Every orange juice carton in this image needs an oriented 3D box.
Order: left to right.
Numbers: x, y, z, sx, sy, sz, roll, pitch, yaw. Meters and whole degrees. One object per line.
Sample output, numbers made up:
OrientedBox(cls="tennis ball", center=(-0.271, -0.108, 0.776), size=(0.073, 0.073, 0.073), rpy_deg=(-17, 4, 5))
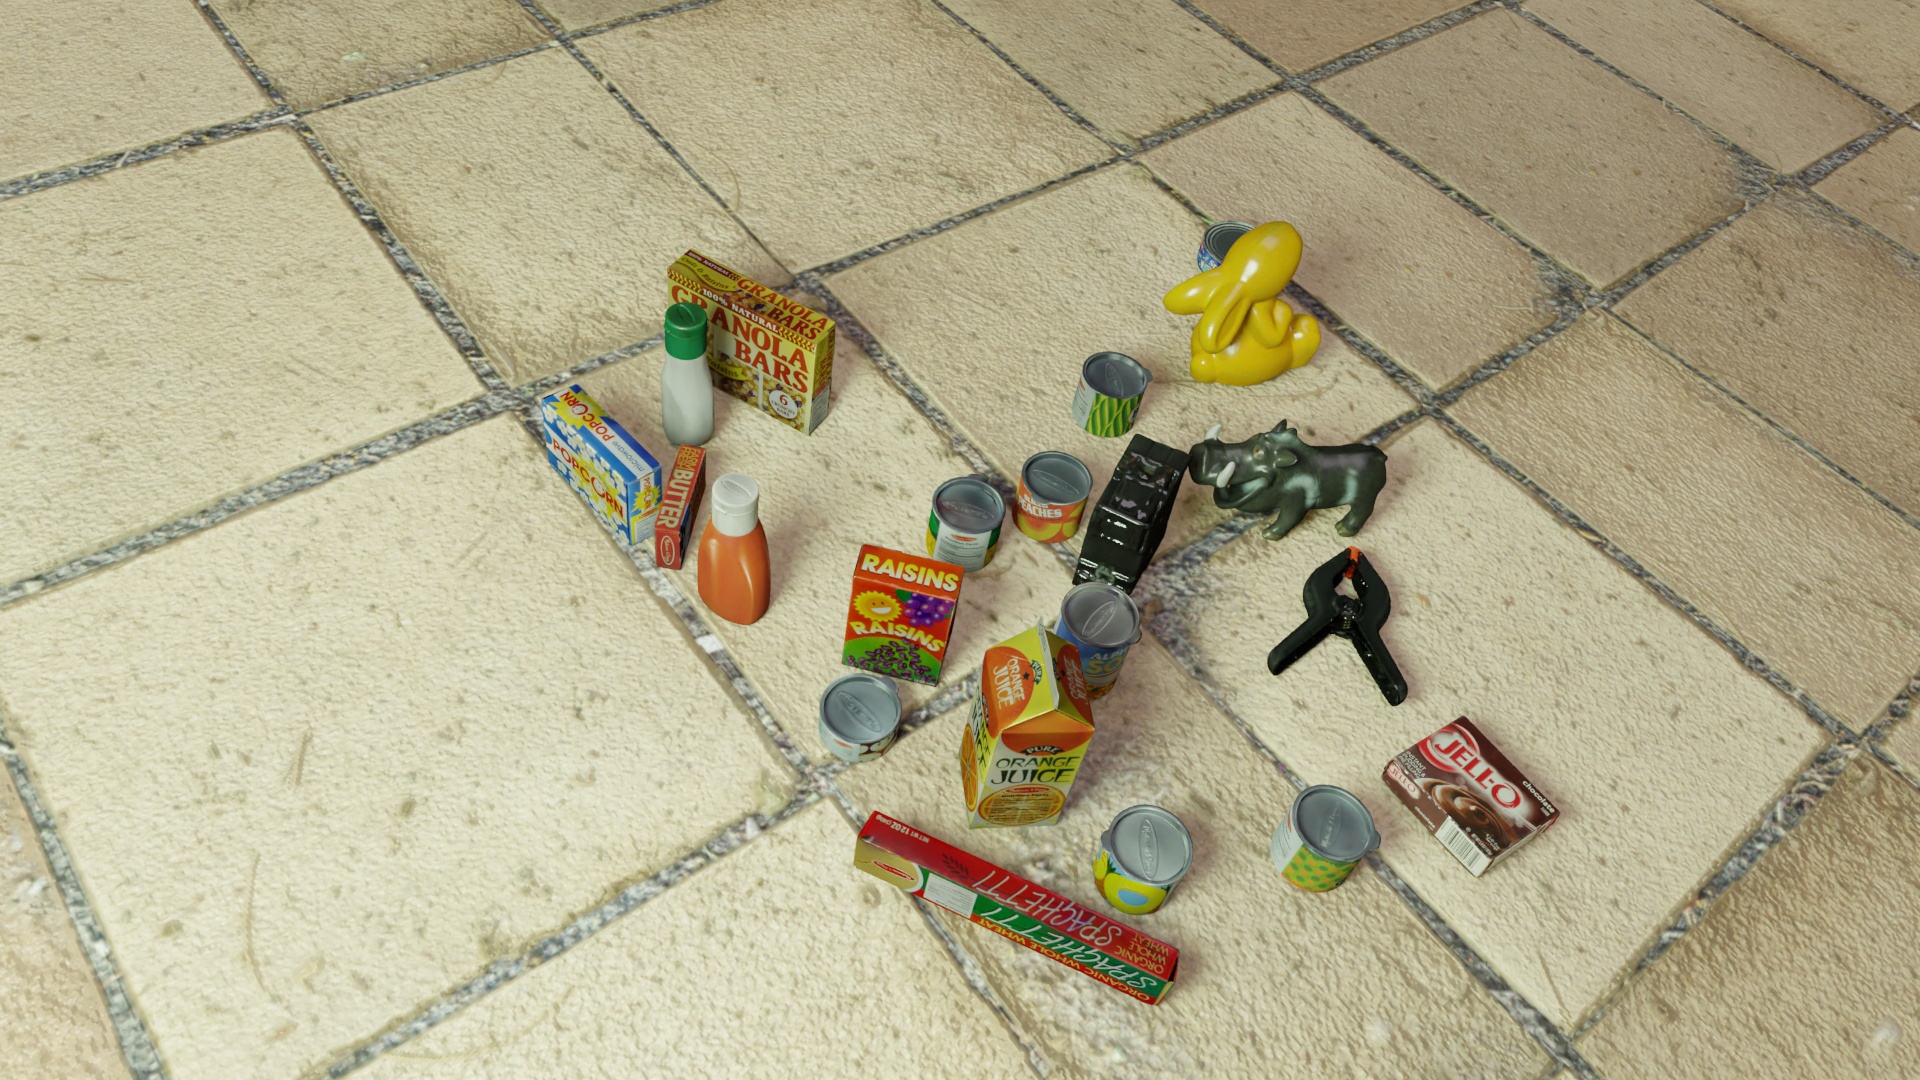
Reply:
OrientedBox(cls="orange juice carton", center=(0.050, 0.140, 1.042), size=(0.073, 0.191, 0.072), rpy_deg=(0, 51, -11))

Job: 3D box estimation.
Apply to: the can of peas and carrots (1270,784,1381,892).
OrientedBox(cls="can of peas and carrots", center=(0.286, 0.236, 1.092), size=(0.071, 0.058, 0.071), rpy_deg=(5, 50, -6))

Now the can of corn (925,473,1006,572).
OrientedBox(cls="can of corn", center=(0.004, -0.016, 1.249), size=(0.071, 0.058, 0.071), rpy_deg=(5, 50, -6))

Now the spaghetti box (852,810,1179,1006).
OrientedBox(cls="spaghetti box", center=(0.039, 0.271, 1.024), size=(0.250, 0.049, 0.029), rpy_deg=(23, 51, 9))

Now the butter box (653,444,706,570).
OrientedBox(cls="butter box", center=(-0.245, -0.030, 1.219), size=(0.024, 0.052, 0.104), rpy_deg=(10, 50, -2))

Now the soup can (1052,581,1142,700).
OrientedBox(cls="soup can", center=(0.111, 0.087, 1.167), size=(0.071, 0.083, 0.072), rpy_deg=(5, 50, -6))

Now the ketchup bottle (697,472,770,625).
OrientedBox(cls="ketchup bottle", center=(-0.185, 0.006, 1.138), size=(0.065, 0.148, 0.044), rpy_deg=(31, 53, 15))

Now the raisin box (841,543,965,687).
OrientedBox(cls="raisin box", center=(-0.048, 0.062, 1.133), size=(0.086, 0.122, 0.040), rpy_deg=(14, 50, 1))

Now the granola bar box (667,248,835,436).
OrientedBox(cls="granola bar box", center=(-0.198, -0.186, 1.310), size=(0.166, 0.123, 0.039), rpy_deg=(28, 52, 13))

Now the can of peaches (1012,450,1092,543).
OrientedBox(cls="can of peaches", center=(0.083, -0.038, 1.281), size=(0.071, 0.057, 0.071), rpy_deg=(5, 50, -6))

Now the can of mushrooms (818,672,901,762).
OrientedBox(cls="can of mushrooms", center=(-0.080, 0.142, 1.120), size=(0.071, 0.033, 0.071), rpy_deg=(5, 50, -6))

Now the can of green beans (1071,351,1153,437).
OrientedBox(cls="can of green beans", center=(0.148, -0.145, 1.381), size=(0.071, 0.057, 0.071), rpy_deg=(5, 50, -6))

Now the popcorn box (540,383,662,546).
OrientedBox(cls="popcorn box", center=(-0.313, -0.066, 1.216), size=(0.038, 0.084, 0.127), rpy_deg=(-34, 64, -31))

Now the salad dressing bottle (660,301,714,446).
OrientedBox(cls="salad dressing bottle", center=(-0.247, -0.149, 1.255), size=(0.044, 0.146, 0.064), rpy_deg=(-21, 57, -24))

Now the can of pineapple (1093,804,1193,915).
OrientedBox(cls="can of pineapple", center=(0.137, 0.243, 1.060), size=(0.071, 0.057, 0.071), rpy_deg=(5, 50, -6))
